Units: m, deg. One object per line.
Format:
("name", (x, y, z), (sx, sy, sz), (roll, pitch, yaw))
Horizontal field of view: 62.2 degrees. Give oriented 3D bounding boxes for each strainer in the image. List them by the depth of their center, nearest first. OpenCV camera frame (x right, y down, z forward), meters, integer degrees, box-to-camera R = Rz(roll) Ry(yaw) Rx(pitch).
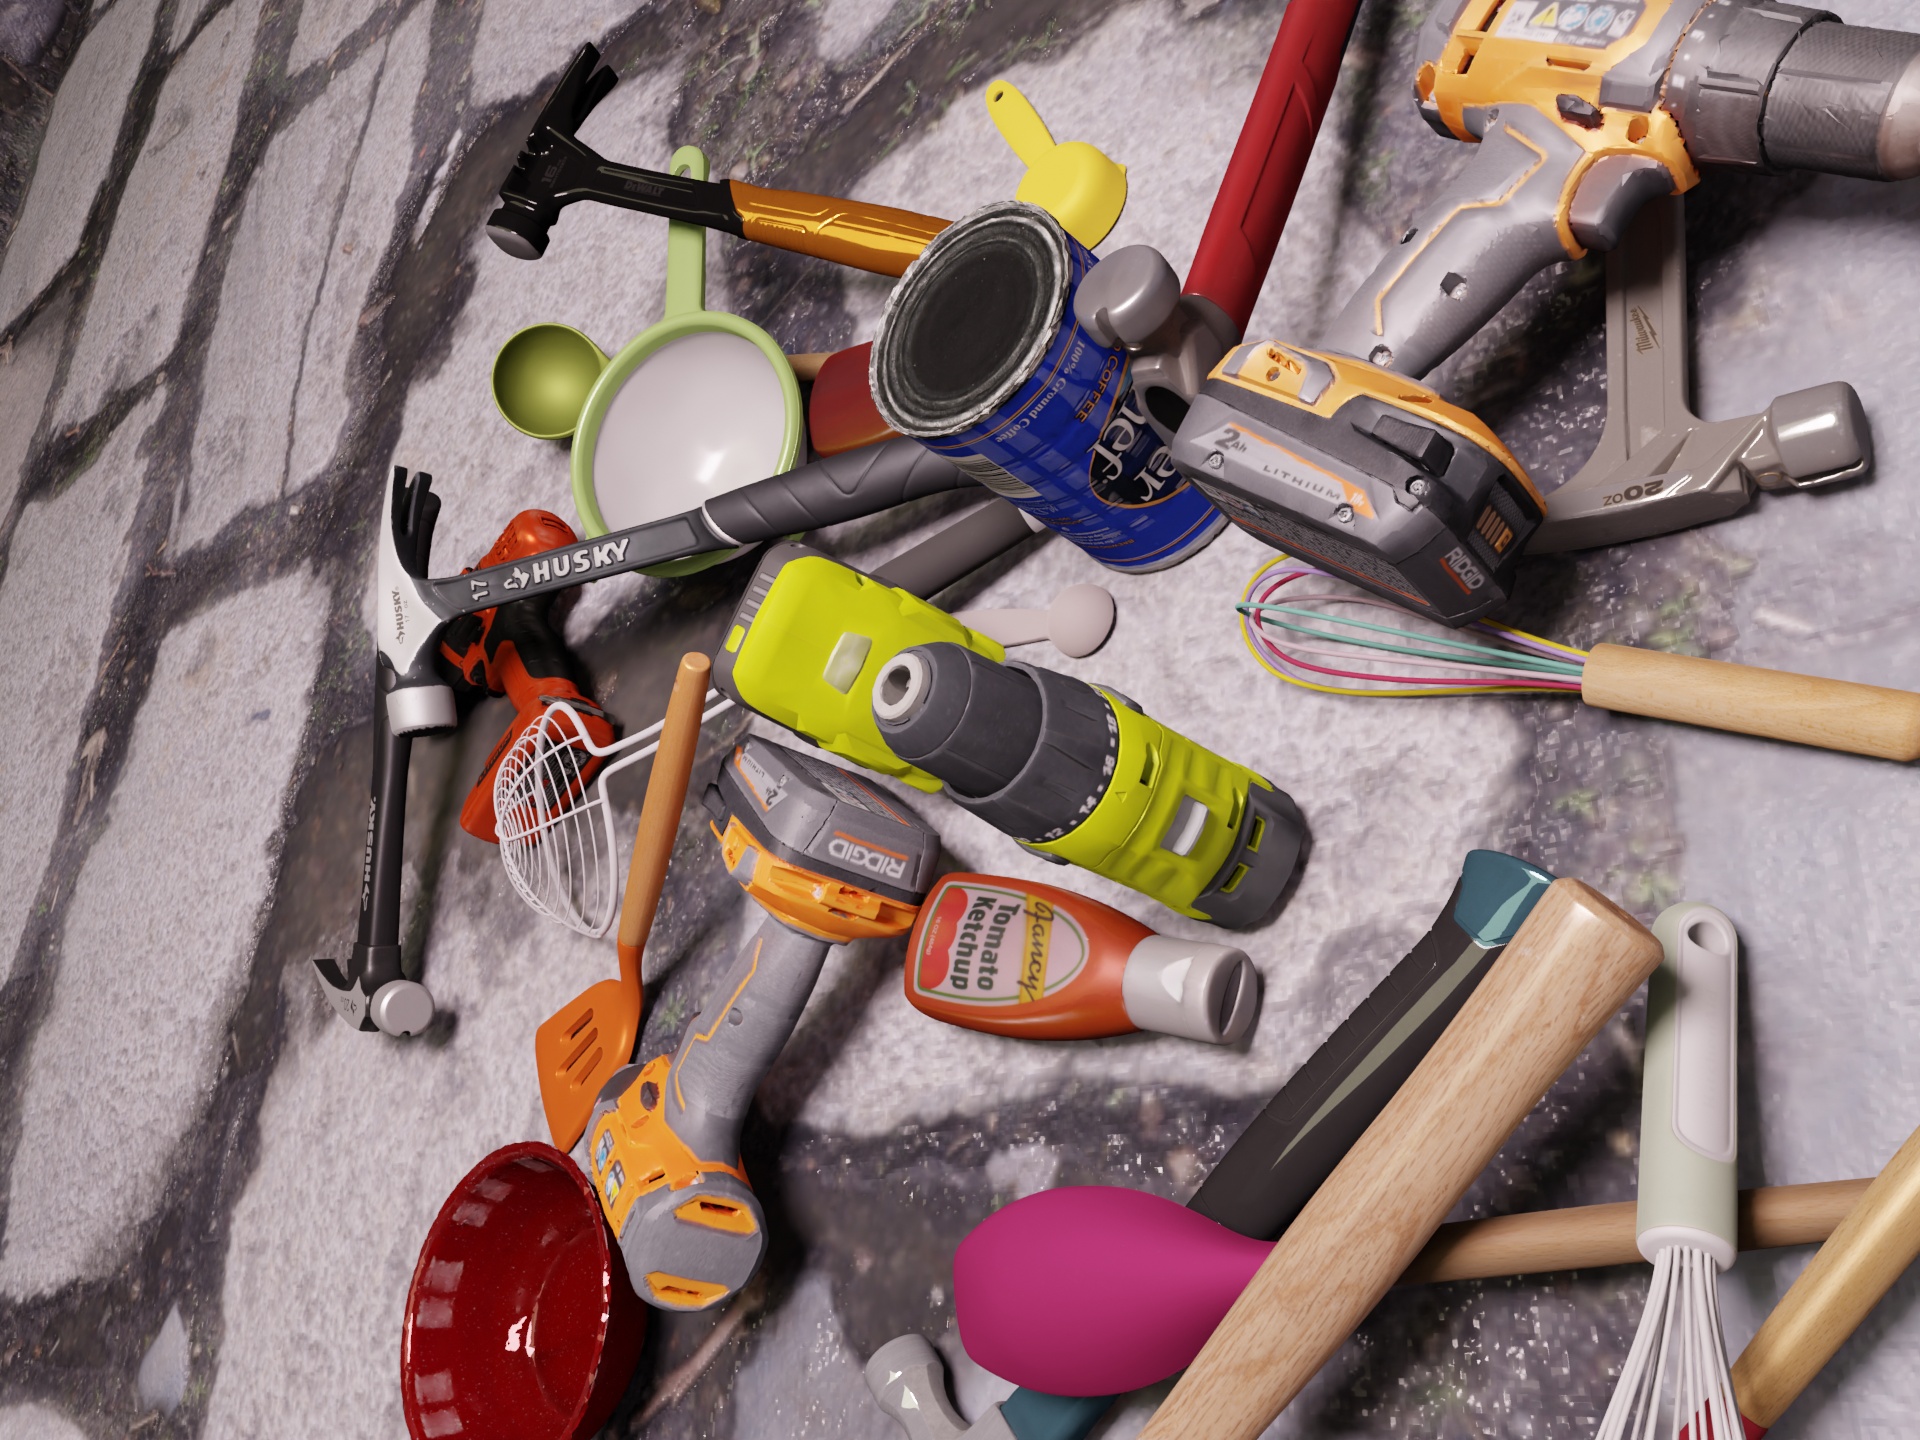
("strainer", (-0.141, -0.197, 0.901), (0.151, 0.069, 0.256), (-8, 75, 25))

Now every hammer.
("hammer", (0.099, 0.189, 0.485), (0.130, 0.031, 0.331), (39, 105, 23))
("hammer", (0.094, 0.174, 0.559), (0.331, 0.033, 0.128), (-52, 44, 12))
("hammer", (0.248, -0.236, 0.600), (0.149, 0.036, 0.359), (-9, 66, 40))
("hammer", (0.156, -0.275, 0.677), (0.038, 0.143, 0.386), (2, 62, 42))
("hammer", (-0.139, -0.102, 0.821), (0.409, 0.036, 0.149), (-12, 84, 21))
("hammer", (-0.096, -0.274, 0.848), (0.337, 0.034, 0.127), (20, 80, 22))
("hammer", (-0.352, 0.019, 0.981), (0.146, 0.035, 0.335), (-4, 82, 53))

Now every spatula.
("spatula", (-0.165, 0.091, 0.772), (0.081, 0.041, 0.322), (64, 146, 40))

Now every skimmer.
("skimmer", (-0.100, -0.009, 0.813), (0.363, 0.090, 0.127), (-30, 67, 16))

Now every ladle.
("ladle", (0.226, 0.165, 0.425), (0.069, 0.031, 0.315), (38, 102, 30))
("ladle", (-0.179, -0.213, 0.975), (0.320, 0.062, 0.078), (7, 88, 42))

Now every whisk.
("whisk", (0.191, 0.147, 0.419), (0.059, 0.058, 0.246), (104, -173, -51))
("whisk", (0.197, -0.023, 0.548), (0.245, 0.051, 0.047), (15, 76, 42))

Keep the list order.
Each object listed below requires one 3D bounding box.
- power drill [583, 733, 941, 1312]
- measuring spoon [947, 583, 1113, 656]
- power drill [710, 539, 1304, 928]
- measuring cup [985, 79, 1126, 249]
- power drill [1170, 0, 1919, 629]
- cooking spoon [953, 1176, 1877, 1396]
("power drill", (-0.104, 0.127, 0.726), (0.226, 0.084, 0.164), (-66, 26, 3))
("measuring spoon", (0.018, -0.045, 0.740), (0.124, 0.018, 0.034), (-2, 70, 44))
("power drill", (-0.001, -0.002, 0.620), (0.229, 0.190, 0.080), (26, 90, 50))
("measuring cup", (0.036, -0.299, 0.829), (0.062, 0.029, 0.157), (-42, 50, 21))
("power drill", (0.197, -0.146, 0.531), (0.186, 0.084, 0.226), (34, 92, 44))
("cooking spoon", (0.135, 0.167, 0.496), (0.319, 0.017, 0.069), (-16, 70, 26))
